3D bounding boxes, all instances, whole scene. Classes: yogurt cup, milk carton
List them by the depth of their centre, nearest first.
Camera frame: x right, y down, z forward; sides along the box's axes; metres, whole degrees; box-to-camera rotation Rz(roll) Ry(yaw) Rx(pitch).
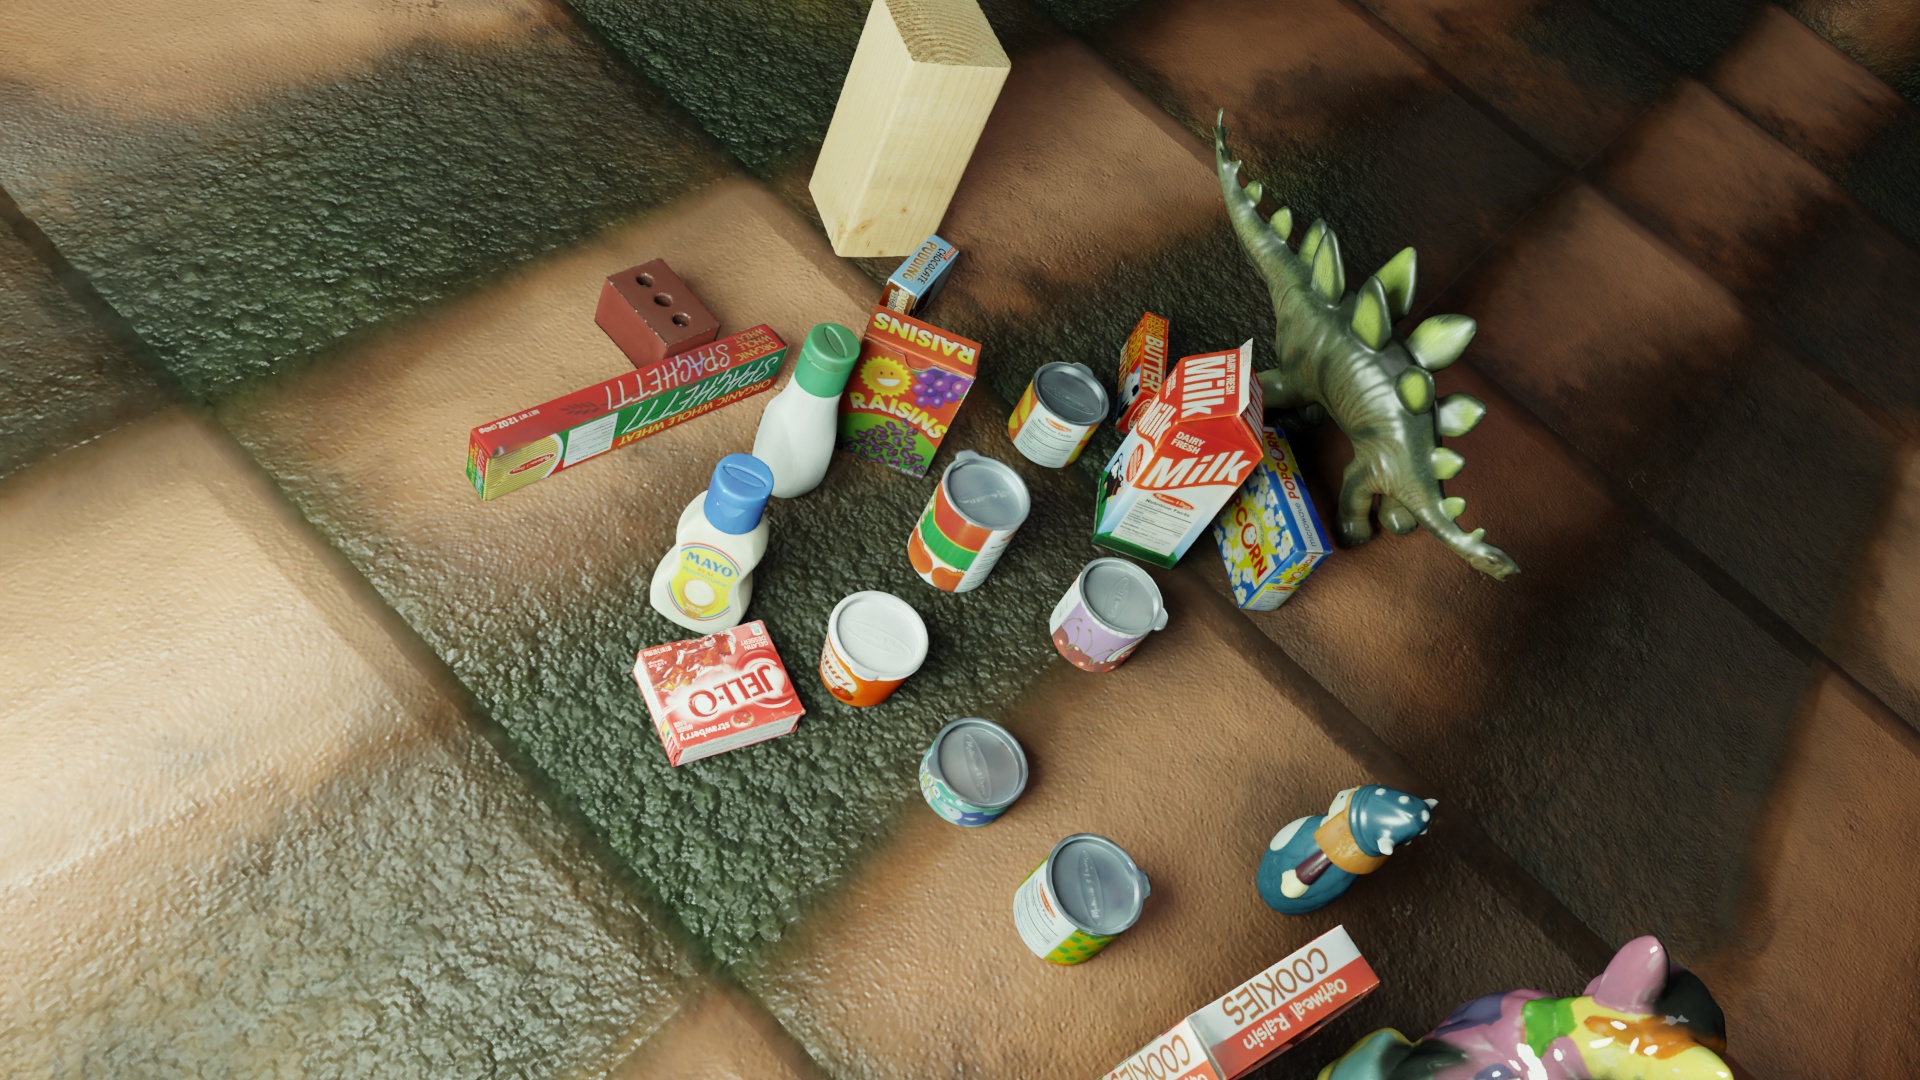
[{"bbox_3d":[-0.061,0.075,0.930,0.072,0.053,0.073,12,51,-16],"label":"yogurt cup"},{"bbox_3d":[0.173,-0.068,1.054,0.073,0.189,0.073,20,49,-10],"label":"milk carton"}]

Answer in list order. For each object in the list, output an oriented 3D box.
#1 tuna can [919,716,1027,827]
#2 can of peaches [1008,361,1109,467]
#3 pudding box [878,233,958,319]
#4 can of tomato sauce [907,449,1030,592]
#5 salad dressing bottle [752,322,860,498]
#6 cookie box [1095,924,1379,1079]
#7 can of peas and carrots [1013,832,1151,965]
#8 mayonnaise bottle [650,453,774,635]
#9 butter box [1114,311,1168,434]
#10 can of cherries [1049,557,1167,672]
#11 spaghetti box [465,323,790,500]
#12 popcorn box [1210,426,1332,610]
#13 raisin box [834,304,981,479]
[{"bbox_3d":[0.006,0.153,0.914,0.071,0.032,0.071,12,51,-16],"label":"tuna can"},{"bbox_3d":[0.080,-0.103,1.127,0.071,0.057,0.071,12,51,-16],"label":"can of peaches"},{"bbox_3d":[-0.037,-0.215,1.165,0.030,0.049,0.084,33,48,2],"label":"pudding box"},{"bbox_3d":[0.004,-0.013,1.007,0.071,0.082,0.071,12,51,-16],"label":"can of tomato sauce"},{"bbox_3d":[-0.108,-0.090,0.972,0.044,0.146,0.064,-13,62,-32],"label":"salad dressing bottle"},{"bbox_3d":[0.143,0.287,0.785,0.123,0.166,0.040,-17,64,-33],"label":"cookie box"},{"bbox_3d":[0.076,0.226,0.873,0.071,0.058,0.071,12,51,-16],"label":"can of peas and carrots"},{"bbox_3d":[-0.153,0.003,0.880,0.065,0.147,0.041,24,49,-6],"label":"mayonnaise bottle"},{"bbox_3d":[0.156,-0.144,1.196,0.024,0.052,0.104,19,49,-10],"label":"butter box"},{"bbox_3d":[0.108,0.057,1.017,0.071,0.058,0.072,12,51,-16],"label":"can of cherries"},{"bbox_3d":[-0.230,-0.095,0.986,0.251,0.050,0.029,-28,70,-37],"label":"spaghetti box"},{"bbox_3d":[0.242,-0.018,1.118,0.038,0.084,0.127,2,54,-23],"label":"popcorn box"},{"bbox_3d":[-0.046,-0.108,1.031,0.086,0.122,0.040,21,49,-9],"label":"raisin box"}]
